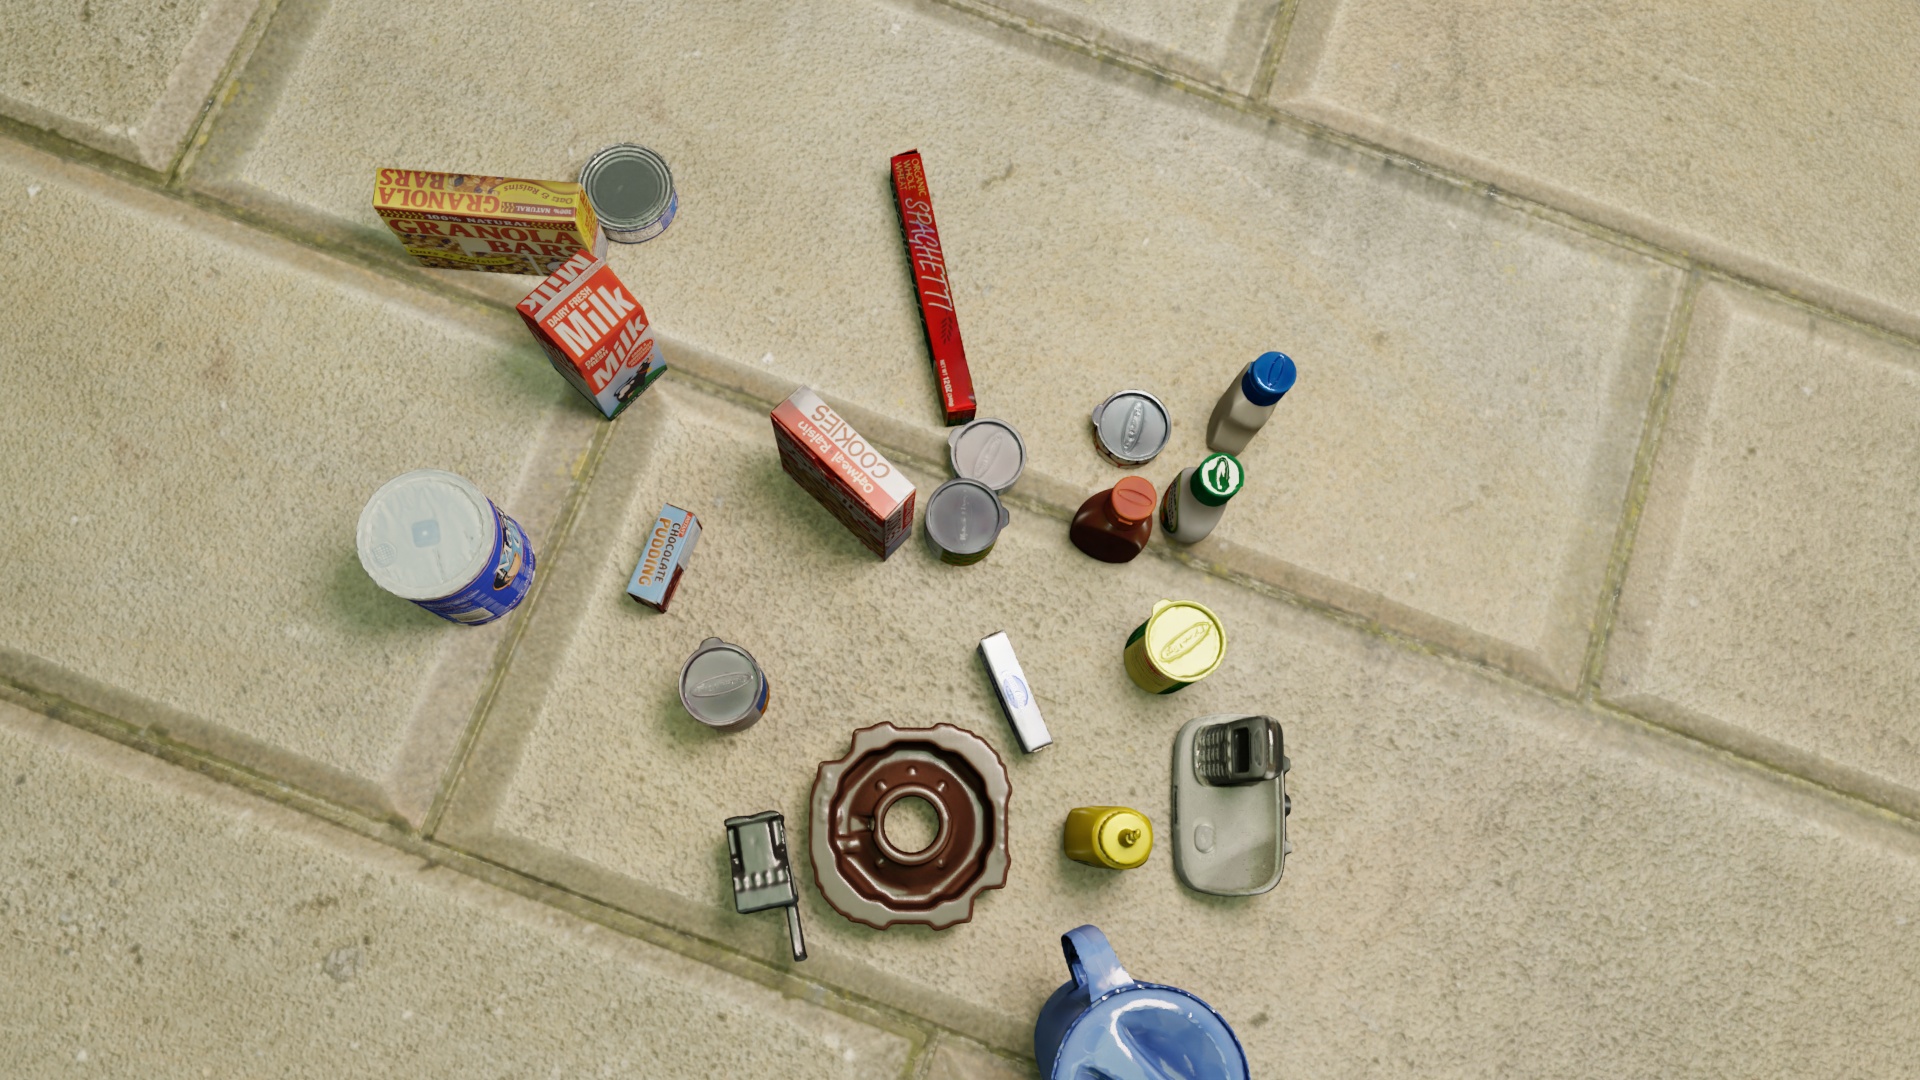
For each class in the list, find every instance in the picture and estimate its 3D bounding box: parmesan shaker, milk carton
[{"bbox_3d":[0.175,0.088,1.156,0.071,0.103,0.071,1,78,-3],"label":"parmesan shaker"},{"bbox_3d":[-0.302,-0.172,1.139,0.073,0.190,0.072,43,79,6],"label":"milk carton"}]

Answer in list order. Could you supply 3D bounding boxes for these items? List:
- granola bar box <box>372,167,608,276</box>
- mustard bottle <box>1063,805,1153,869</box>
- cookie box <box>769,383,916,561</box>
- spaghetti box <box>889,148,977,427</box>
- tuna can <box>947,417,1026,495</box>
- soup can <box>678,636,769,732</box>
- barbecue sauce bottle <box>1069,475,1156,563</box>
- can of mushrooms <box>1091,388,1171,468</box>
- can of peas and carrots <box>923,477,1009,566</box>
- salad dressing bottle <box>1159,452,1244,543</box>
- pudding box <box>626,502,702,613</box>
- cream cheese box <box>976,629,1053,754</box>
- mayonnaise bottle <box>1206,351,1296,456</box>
[{"bbox_3d":[-0.397,-0.268,1.188,0.166,0.124,0.039,4,78,-3],"label":"granola bar box"},{"bbox_3d":[0.120,0.234,1.091,0.065,0.160,0.049,7,78,-2],"label":"mustard bottle"},{"bbox_3d":[-0.095,-0.051,1.137,0.123,0.167,0.040,43,79,6],"label":"cookie box"},{"bbox_3d":[-0.025,-0.226,1.241,0.029,0.050,0.250,-11,78,-6],"label":"spaghetti box"},{"bbox_3d":[0.021,-0.073,1.219,0.071,0.032,0.071,1,77,-3],"label":"tuna can"},{"bbox_3d":[-0.192,0.119,1.136,0.071,0.083,0.071,1,78,-3],"label":"soup can"},{"bbox_3d":[0.131,-0.018,1.154,0.065,0.148,0.044,21,78,1],"label":"barbecue sauce bottle"},{"bbox_3d":[0.149,-0.099,1.232,0.071,0.033,0.071,1,77,-3],"label":"can of mushrooms"},{"bbox_3d":[0.004,-0.015,1.191,0.071,0.058,0.071,1,78,-3],"label":"can of peas and carrots"},{"bbox_3d":[0.202,-0.038,1.164,0.044,0.147,0.064,8,78,-2],"label":"salad dressing bottle"},{"bbox_3d":[-0.249,0.015,1.173,0.030,0.049,0.084,21,77,1],"label":"pudding box"},{"bbox_3d":[0.045,0.128,1.164,0.024,0.053,0.104,-22,80,-8],"label":"cream cheese box"},{"bbox_3d":[0.248,-0.120,1.185,0.041,0.147,0.065,21,78,1],"label":"mayonnaise bottle"}]
